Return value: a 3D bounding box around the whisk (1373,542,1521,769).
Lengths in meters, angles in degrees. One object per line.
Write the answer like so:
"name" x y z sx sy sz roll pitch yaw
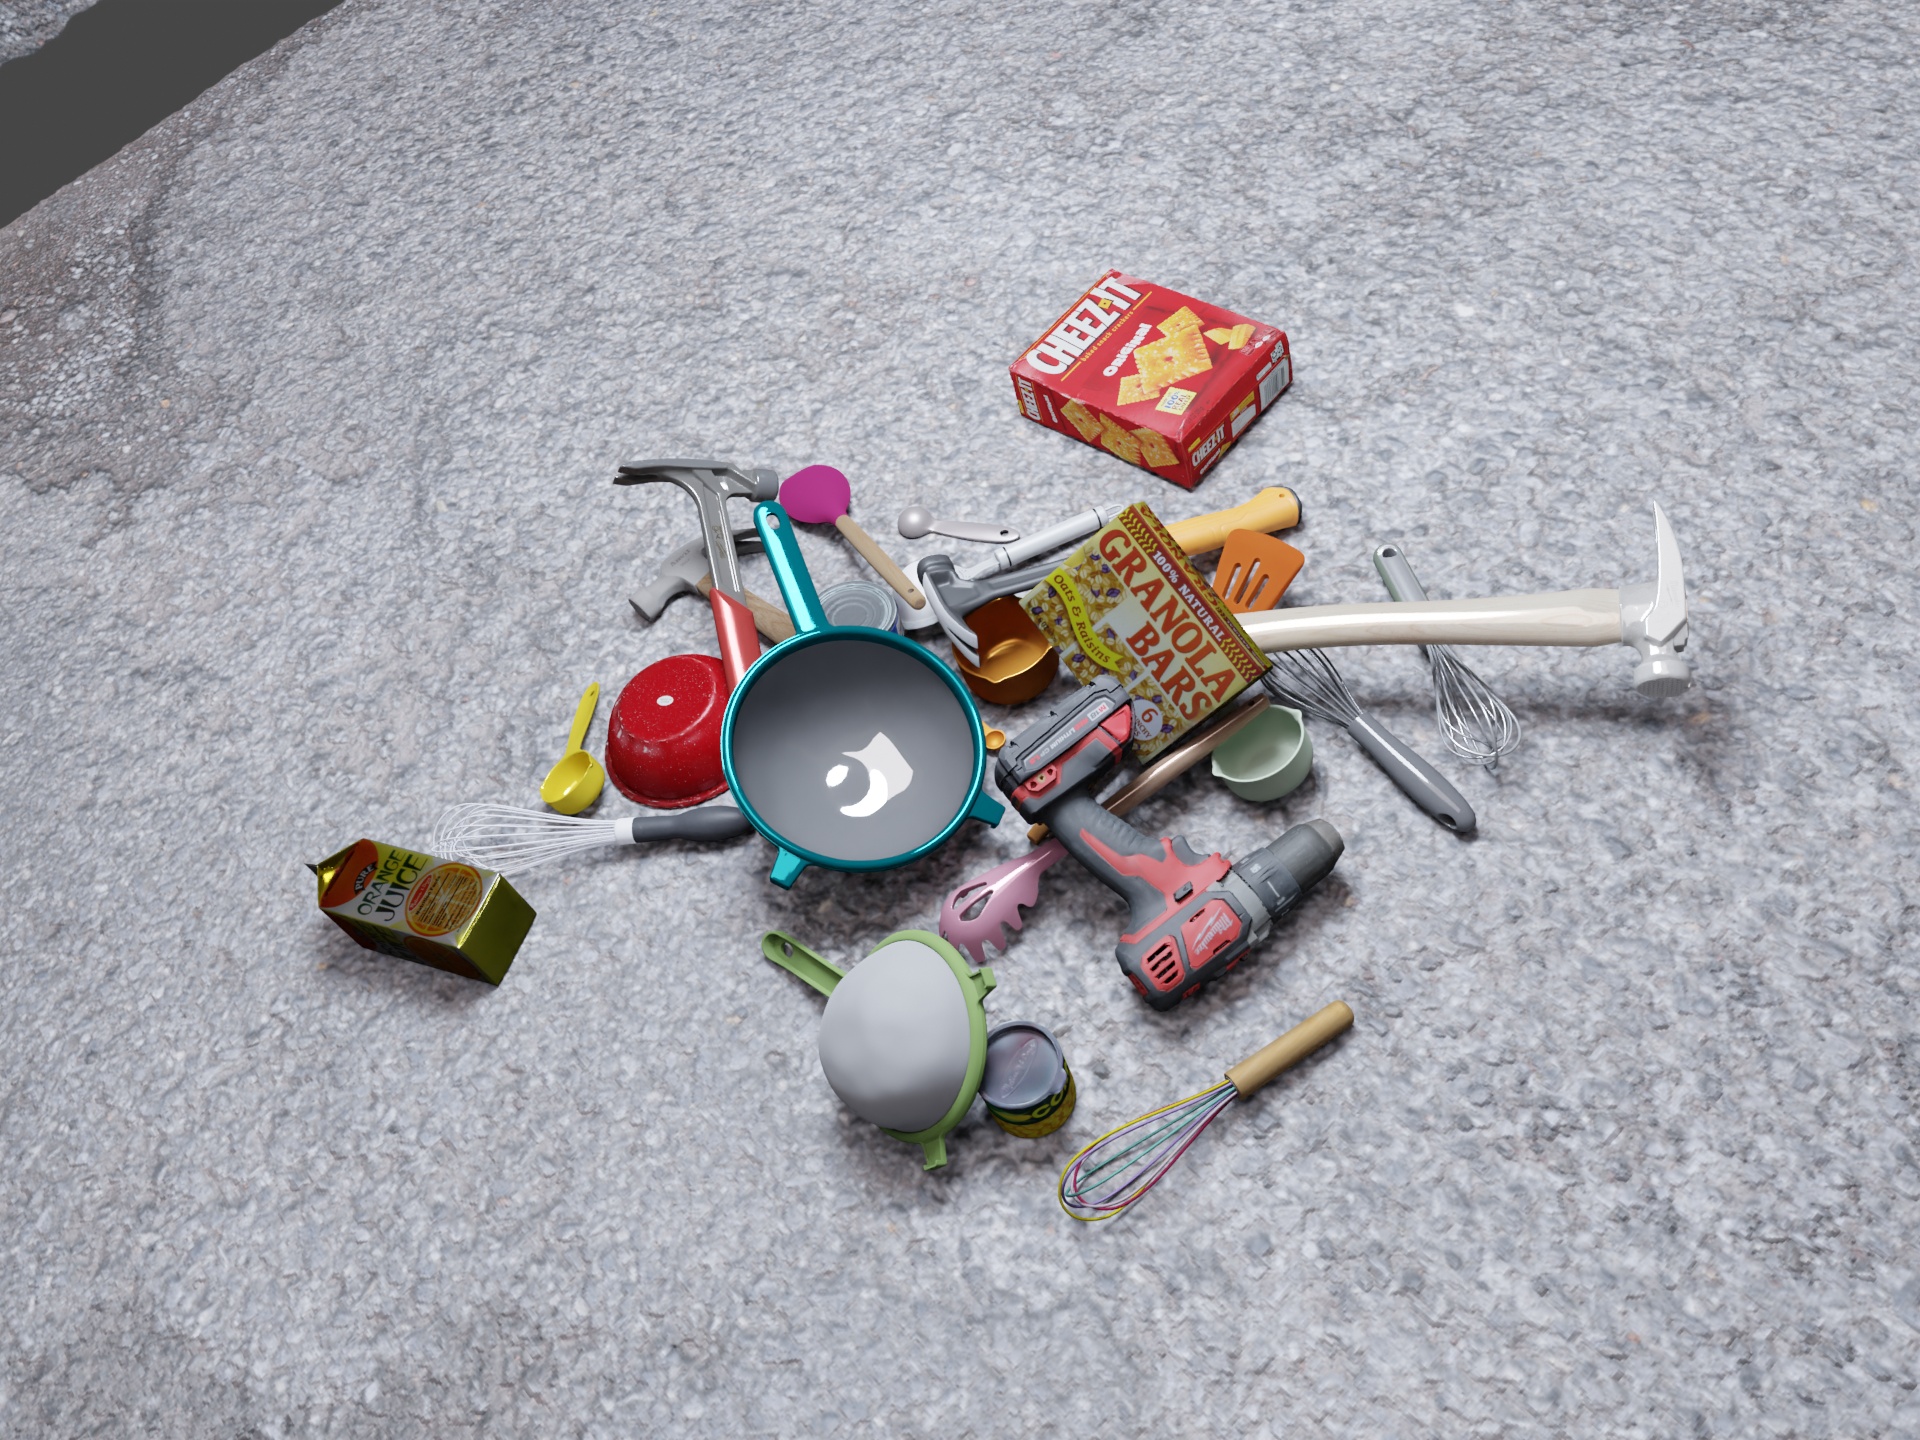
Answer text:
"whisk" 0.378 -0.058 1.263 0.058 0.059 0.247 -16 47 2

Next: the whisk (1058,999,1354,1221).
"whisk" 0.171 0.268 1.099 0.245 0.051 0.047 -31 73 -11

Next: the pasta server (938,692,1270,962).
"pasta server" 0.112 0.077 1.234 0.316 0.040 0.060 -35 53 -5

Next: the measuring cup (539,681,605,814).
"measuring cup" -0.338 0.024 1.434 0.062 0.029 0.157 -25 36 22

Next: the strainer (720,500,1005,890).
"strainer" -0.112 -0.020 1.314 0.211 0.095 0.341 -16 68 -16

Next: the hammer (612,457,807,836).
"hammer" -0.202 -0.070 1.381 0.149 0.036 0.359 -2 65 -27

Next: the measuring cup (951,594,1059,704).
"measuring cup" 0.082 -0.056 1.348 0.173 0.052 0.095 0 55 14

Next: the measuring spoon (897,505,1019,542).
"measuring spoon" -0.003 -0.183 1.485 0.124 0.018 0.034 10 59 22

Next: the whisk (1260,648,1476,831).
"whisk" 0.310 0.006 1.241 0.055 0.055 0.239 -36 58 -10

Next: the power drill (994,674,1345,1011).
"power drill" 0.152 0.075 1.175 0.188 0.080 0.227 -36 78 -6

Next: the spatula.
"spatula" 0.160 -0.025 1.298 0.322 0.041 0.081 -47 47 -13

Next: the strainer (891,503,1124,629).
"strainer" 0.030 -0.146 1.437 0.258 0.050 0.087 -23 38 -5

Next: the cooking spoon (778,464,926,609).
"cooking spoon" -0.099 -0.173 1.464 0.069 0.017 0.319 -31 38 -8

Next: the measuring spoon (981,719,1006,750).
"measuring spoon" -0.002 -0.004 1.363 0.021 0.011 0.117 -43 51 -15

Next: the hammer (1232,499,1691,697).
"hammer" 0.331 -0.082 1.219 0.411 0.038 0.146 -2 67 21

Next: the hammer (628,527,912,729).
"hammer" -0.156 -0.082 1.449 0.332 0.031 0.130 32 70 32

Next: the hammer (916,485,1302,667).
"hammer" 0.139 -0.137 1.355 0.337 0.034 0.127 -17 43 -11

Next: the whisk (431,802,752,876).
"whisk" -0.315 0.098 1.356 0.284 0.070 0.070 -5 54 7

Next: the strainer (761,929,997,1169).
"strainer" -0.088 0.209 1.164 0.257 0.069 0.151 24 101 45

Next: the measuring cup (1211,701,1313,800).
"measuring cup" 0.223 0.007 1.276 0.083 0.038 0.168 -36 35 2
